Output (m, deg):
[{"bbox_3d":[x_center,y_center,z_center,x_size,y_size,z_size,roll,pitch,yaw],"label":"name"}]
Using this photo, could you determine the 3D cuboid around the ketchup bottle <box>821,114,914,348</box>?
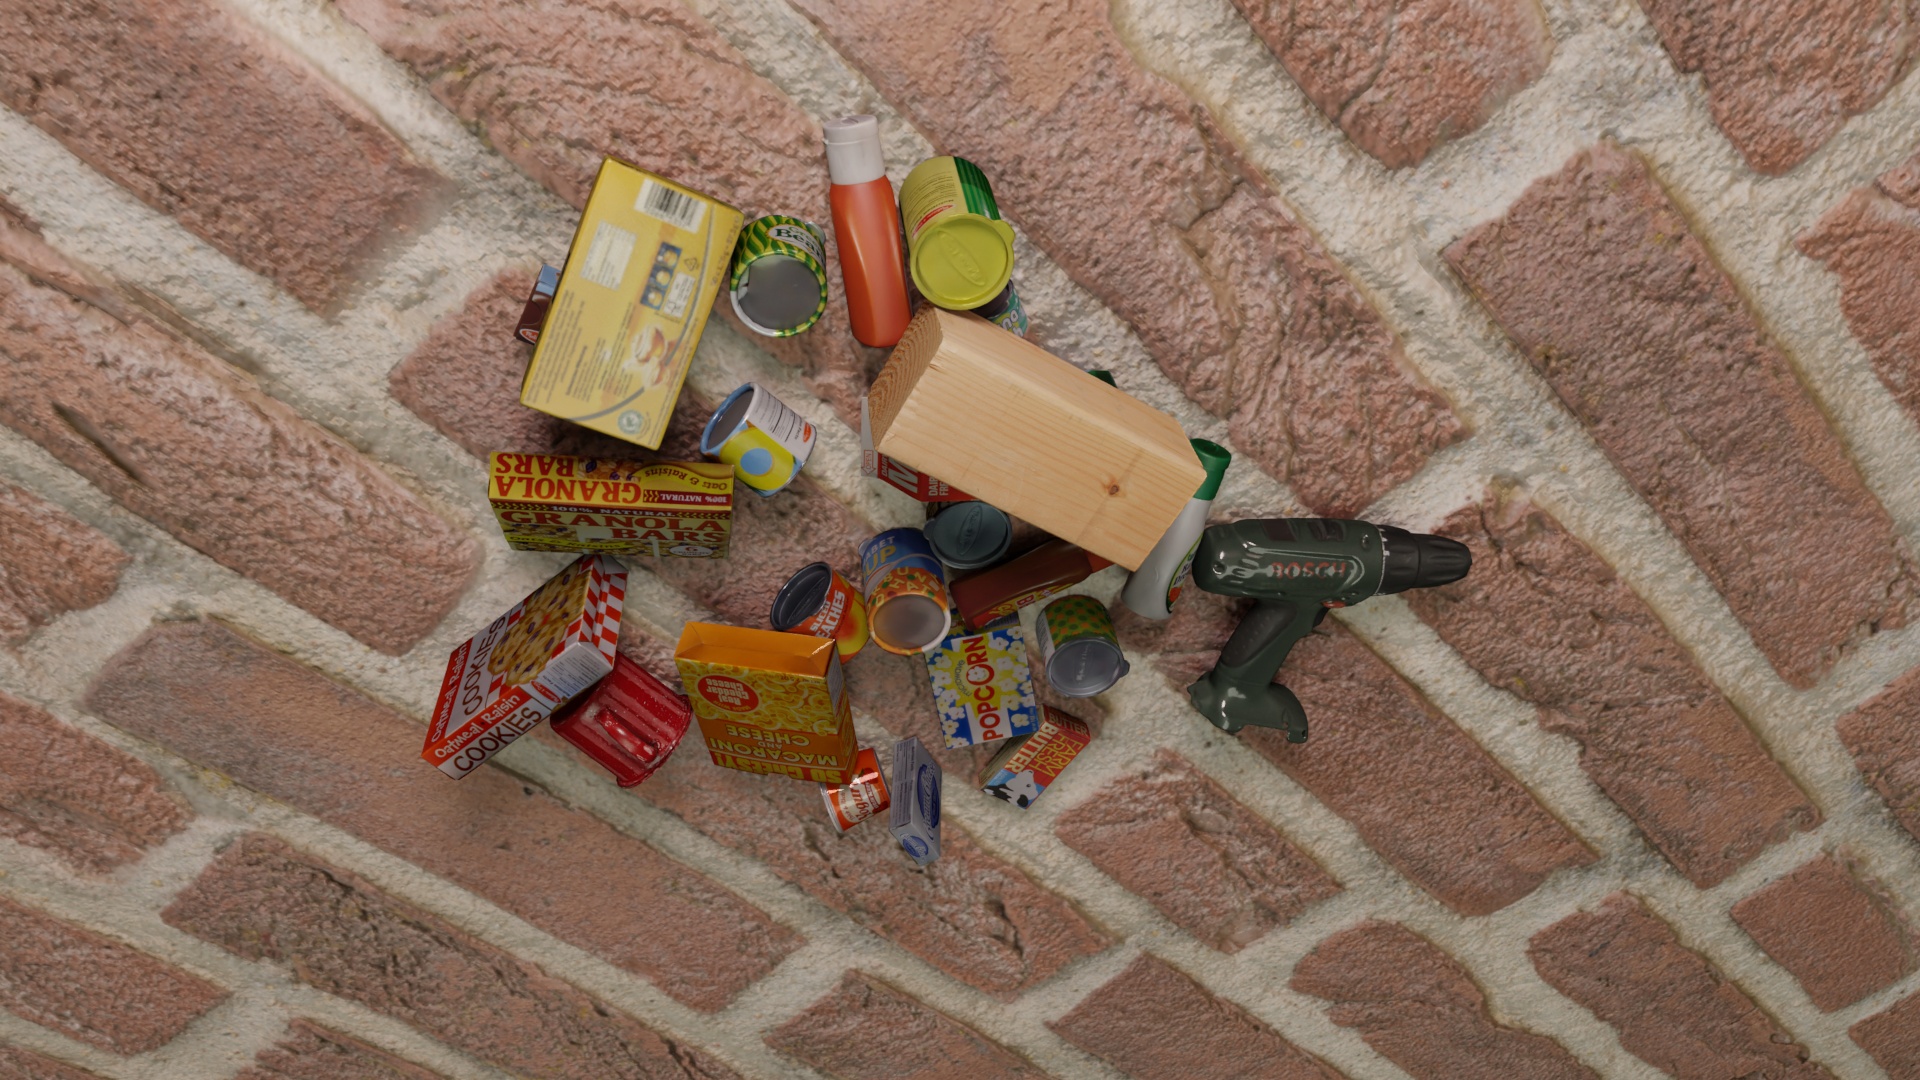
[{"bbox_3d":[-0.063,-0.208,0.936,0.043,0.065,0.148,-16,119,-13],"label":"ketchup bottle"}]

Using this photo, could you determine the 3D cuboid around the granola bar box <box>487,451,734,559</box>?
[{"bbox_3d":[-0.250,-0.022,1.013,0.166,0.039,0.123,3,163,-10],"label":"granola bar box"}]

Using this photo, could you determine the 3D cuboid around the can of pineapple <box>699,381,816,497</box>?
[{"bbox_3d":[-0.149,-0.073,1.015,0.071,0.071,0.058,-41,120,20],"label":"can of pineapple"}]

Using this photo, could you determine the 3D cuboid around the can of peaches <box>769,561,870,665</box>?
[{"bbox_3d":[-0.108,0.061,1.112,0.071,0.071,0.058,-35,124,16],"label":"can of peaches"}]

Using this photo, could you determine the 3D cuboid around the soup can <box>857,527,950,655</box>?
[{"bbox_3d":[-0.046,0.039,1.098,0.071,0.084,0.071,-3,126,-5],"label":"soup can"}]

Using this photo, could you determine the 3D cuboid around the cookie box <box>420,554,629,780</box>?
[{"bbox_3d":[-0.334,0.094,1.072,0.167,0.123,0.040,-34,122,16],"label":"cookie box"}]

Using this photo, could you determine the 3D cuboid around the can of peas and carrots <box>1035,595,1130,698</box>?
[{"bbox_3d":[0.102,0.089,1.169,0.071,0.059,0.070,-4,126,-6],"label":"can of peas and carrots"}]

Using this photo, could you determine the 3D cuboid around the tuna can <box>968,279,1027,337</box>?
[{"bbox_3d":[0.014,-0.155,0.976,0.071,0.071,0.032,-22,127,8],"label":"tuna can"}]

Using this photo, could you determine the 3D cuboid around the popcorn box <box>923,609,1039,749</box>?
[{"bbox_3d":[0.017,0.116,1.189,0.085,0.038,0.126,-11,126,0],"label":"popcorn box"}]

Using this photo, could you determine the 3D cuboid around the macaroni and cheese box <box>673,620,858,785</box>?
[{"bbox_3d":[-0.155,0.136,1.134,0.124,0.040,0.165,7,141,10],"label":"macaroni and cheese box"}]

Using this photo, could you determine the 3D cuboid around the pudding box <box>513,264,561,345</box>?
[{"bbox_3d":[-0.261,-0.151,0.966,0.084,0.030,0.049,20,121,-21],"label":"pudding box"}]

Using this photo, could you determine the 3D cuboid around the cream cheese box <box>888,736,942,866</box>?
[{"bbox_3d":[-0.039,0.228,1.220,0.024,0.104,0.053,-23,124,17],"label":"cream cheese box"}]

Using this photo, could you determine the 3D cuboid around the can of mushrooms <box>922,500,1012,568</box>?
[{"bbox_3d":[0.004,-0.014,1.098,0.071,0.033,0.070,-4,126,-5],"label":"can of mushrooms"}]

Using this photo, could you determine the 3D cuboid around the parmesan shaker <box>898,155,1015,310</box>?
[{"bbox_3d":[-0.002,-0.206,0.917,0.071,0.103,0.071,-4,126,-5],"label":"parmesan shaker"}]

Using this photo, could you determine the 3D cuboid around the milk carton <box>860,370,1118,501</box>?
[{"bbox_3d":[0.022,-0.078,1.030,0.191,0.074,0.072,-1,124,-7],"label":"milk carton"}]

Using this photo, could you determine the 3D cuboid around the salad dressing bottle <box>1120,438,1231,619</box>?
[{"bbox_3d":[0.173,-0.009,1.112,0.044,0.064,0.147,26,115,15],"label":"salad dressing bottle"}]

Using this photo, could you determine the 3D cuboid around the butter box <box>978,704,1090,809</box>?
[{"bbox_3d":[0.067,0.198,1.262,0.053,0.024,0.103,27,117,-23],"label":"butter box"}]

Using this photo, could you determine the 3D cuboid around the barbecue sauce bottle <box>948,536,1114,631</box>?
[{"bbox_3d":[0.066,0.025,1.121,0.148,0.044,0.065,-24,170,0],"label":"barbecue sauce bottle"}]

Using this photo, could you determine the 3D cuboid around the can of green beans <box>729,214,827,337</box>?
[{"bbox_3d":[-0.124,-0.180,0.947,0.071,0.058,0.071,-4,126,-5],"label":"can of green beans"}]

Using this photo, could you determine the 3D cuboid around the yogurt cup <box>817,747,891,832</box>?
[{"bbox_3d":[-0.093,0.218,1.232,0.054,0.073,0.072,-20,126,-3],"label":"yogurt cup"}]
